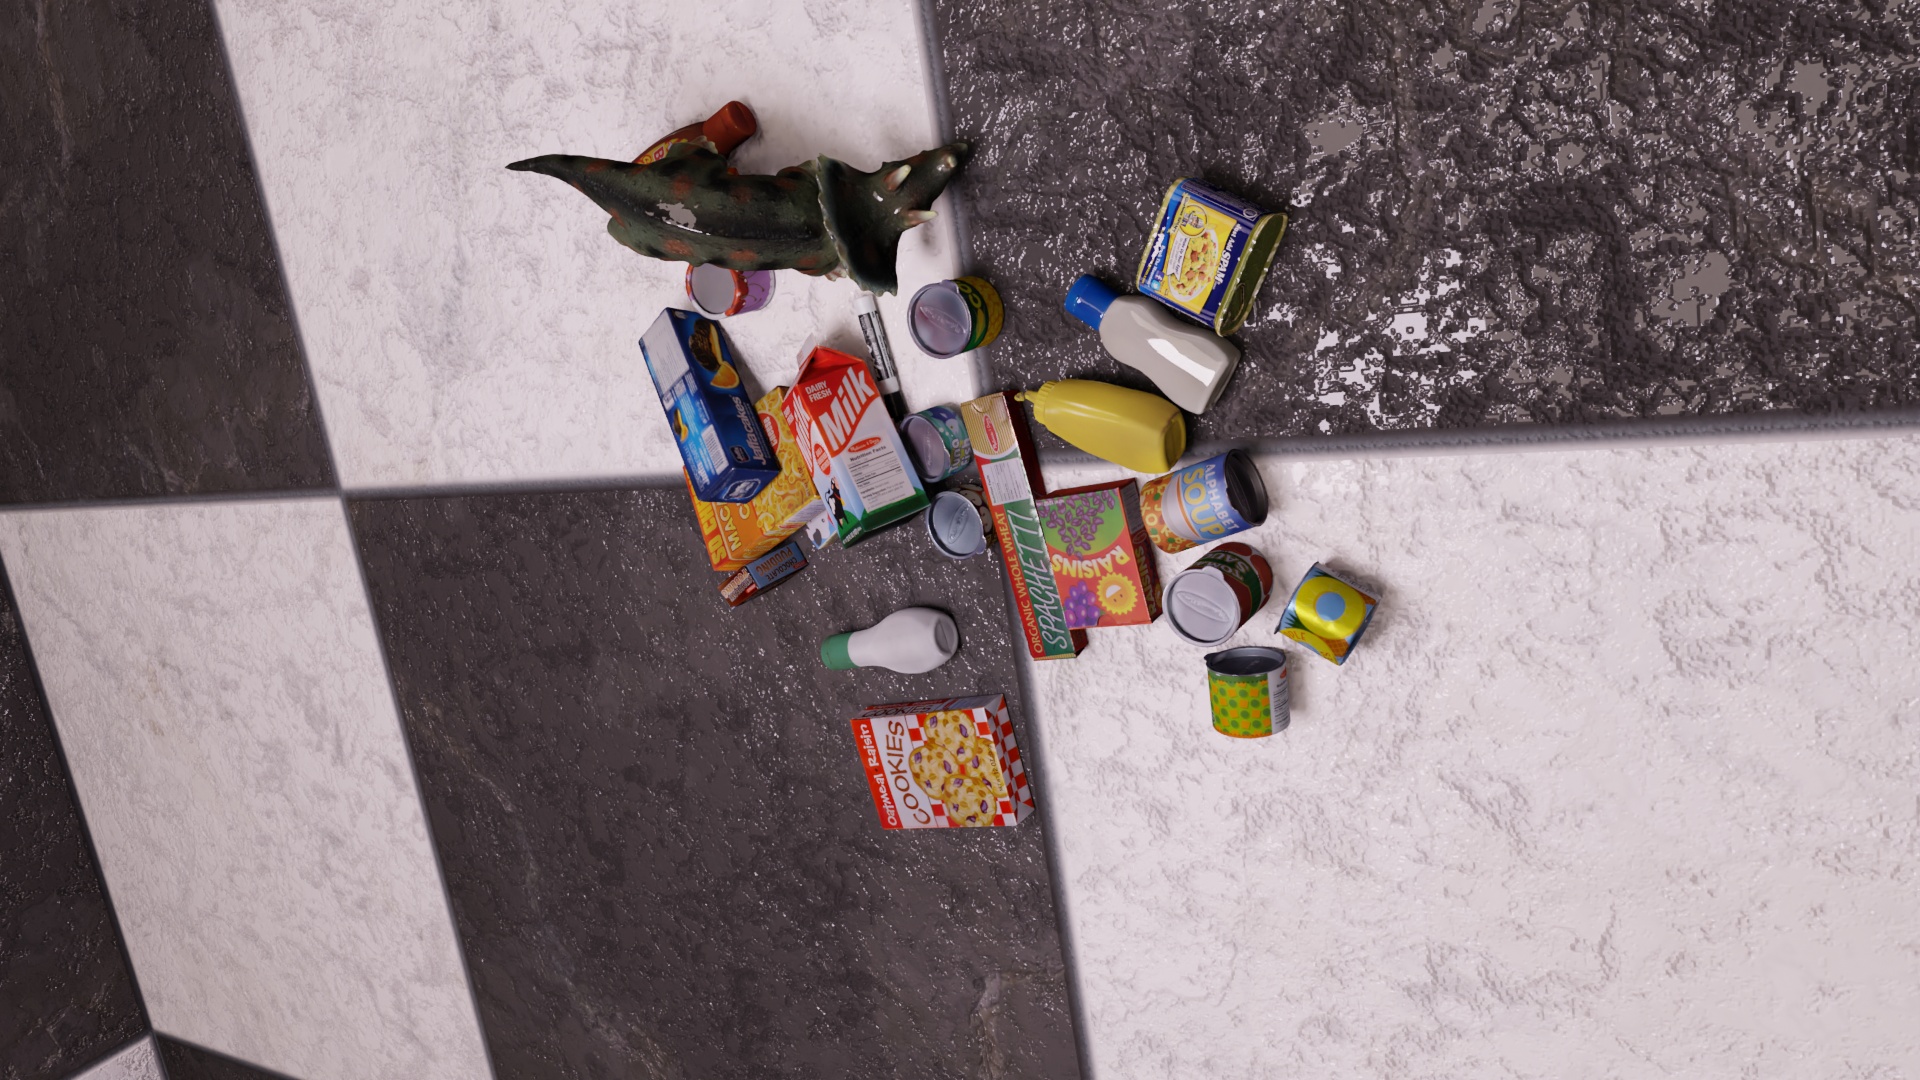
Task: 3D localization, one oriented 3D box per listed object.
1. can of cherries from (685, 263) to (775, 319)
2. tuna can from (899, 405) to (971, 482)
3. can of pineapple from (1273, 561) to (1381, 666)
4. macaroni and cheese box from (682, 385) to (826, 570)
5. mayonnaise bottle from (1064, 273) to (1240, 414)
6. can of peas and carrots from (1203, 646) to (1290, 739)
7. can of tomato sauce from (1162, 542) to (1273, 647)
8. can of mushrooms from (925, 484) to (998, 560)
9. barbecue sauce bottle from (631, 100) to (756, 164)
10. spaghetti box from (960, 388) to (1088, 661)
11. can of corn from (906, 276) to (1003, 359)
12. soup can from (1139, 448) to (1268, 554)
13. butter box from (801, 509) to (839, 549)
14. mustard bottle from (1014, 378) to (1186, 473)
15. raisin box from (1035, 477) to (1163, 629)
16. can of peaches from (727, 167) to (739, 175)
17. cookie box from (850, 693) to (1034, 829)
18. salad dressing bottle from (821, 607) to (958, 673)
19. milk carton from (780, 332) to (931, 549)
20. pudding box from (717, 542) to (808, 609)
[{"bbox_3d":[-0.223,-0.252,1.341,0.071,0.058,0.071,11,112,29],"label":"can of cherries"},{"bbox_3d":[-0.021,-0.088,1.271,0.071,0.033,0.070,28,130,41],"label":"tuna can"},{"bbox_3d":[0.293,0.060,1.110,0.058,0.071,0.070,31,120,20],"label":"can of pineapple"},{"bbox_3d":[-0.200,-0.059,1.383,0.166,0.040,0.124,-33,68,36],"label":"macaroni and cheese box"},{"bbox_3d":[0.154,-0.167,1.141,0.148,0.041,0.064,37,126,18],"label":"mayonnaise bottle"},{"bbox_3d":[0.240,0.127,1.168,0.071,0.071,0.058,1,107,32],"label":"can of peas and carrots"},{"bbox_3d":[0.214,0.041,1.145,0.071,0.083,0.071,11,111,29],"label":"can of tomato sauce"},{"bbox_3d":[0.005,-0.016,1.287,0.071,0.033,0.070,13,114,33],"label":"can of mushrooms"},{"bbox_3d":[-0.257,-0.369,1.334,0.148,0.044,0.065,-25,91,35],"label":"barbecue sauce bottle"},{"bbox_3d":[0.058,-0.012,1.260,0.050,0.029,0.249,-11,100,35],"label":"spaghetti box"},{"bbox_3d":[-0.003,-0.199,1.219,0.071,0.058,0.071,11,111,30],"label":"can of corn"},{"bbox_3d":[0.198,-0.030,1.139,0.083,0.071,0.071,-21,94,36],"label":"soup can"},{"bbox_3d":[-0.121,-0.042,1.367,0.053,0.024,0.103,51,125,8],"label":"butter box"},{"bbox_3d":[0.113,-0.106,1.177,0.160,0.049,0.065,23,146,31],"label":"mustard bottle"},{"bbox_3d":[0.124,0.013,1.221,0.086,0.040,0.123,-8,102,33],"label":"raisin box"},{"bbox_3d":[-0.232,-0.315,1.309,0.058,0.071,0.071,-13,101,-1],"label":"can of peaches"},{"bbox_3d":[-0.021,0.222,1.380,0.167,0.040,0.122,-10,100,34],"label":"cookie box"},{"bbox_3d":[-0.073,0.103,1.373,0.147,0.044,0.064,-11,101,36],"label":"salad dressing bottle"},{"bbox_3d":[-0.107,-0.097,1.291,0.190,0.074,0.072,65,156,4],"label":"milk carton"},{"bbox_3d":[-0.200,0.035,1.406,0.049,0.084,0.030,-34,87,35],"label":"pudding box"}]
